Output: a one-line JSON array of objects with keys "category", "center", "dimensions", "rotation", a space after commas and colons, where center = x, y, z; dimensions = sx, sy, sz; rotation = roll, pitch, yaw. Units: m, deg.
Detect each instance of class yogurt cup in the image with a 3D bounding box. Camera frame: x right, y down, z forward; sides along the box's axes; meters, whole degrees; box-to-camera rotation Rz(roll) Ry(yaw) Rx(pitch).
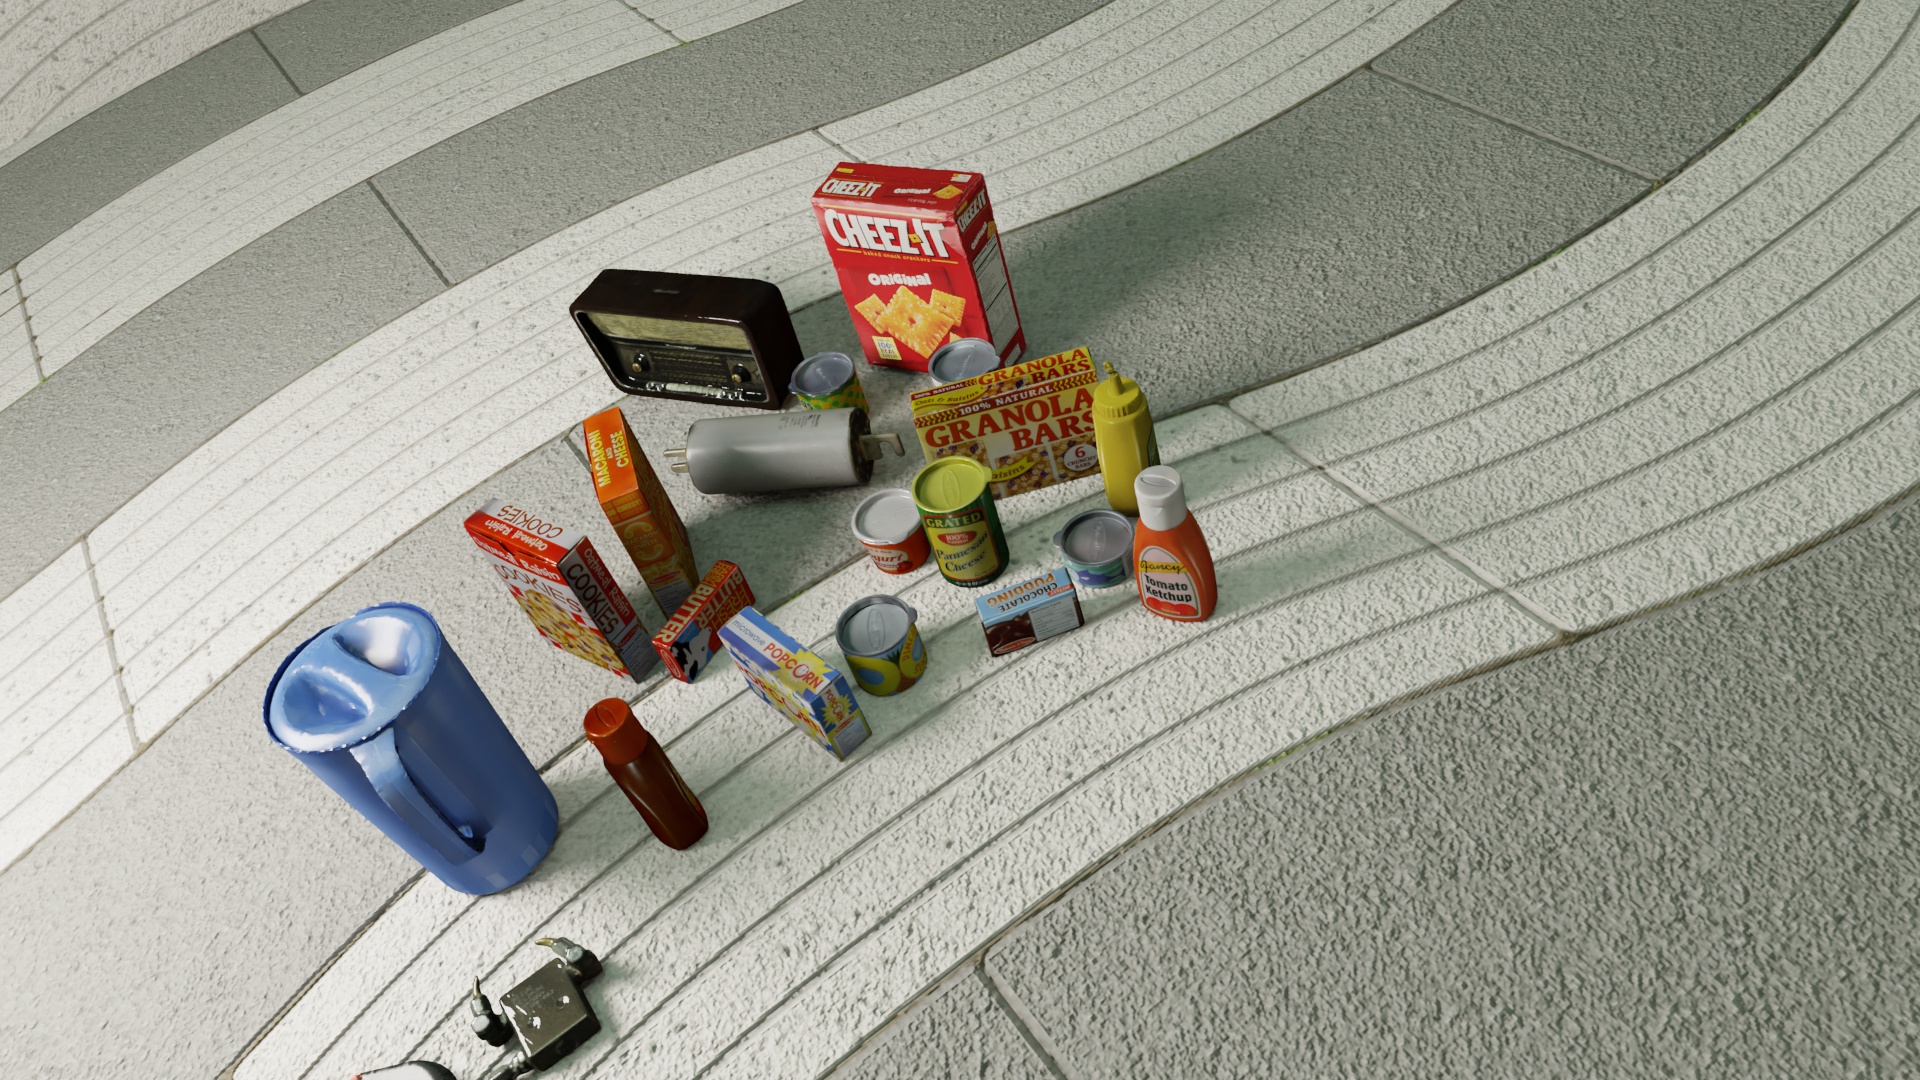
[{"category": "yogurt cup", "center": [-0.059, -0.006, 1.254], "dimensions": [0.072, 0.053, 0.073], "rotation": [-9, 46, 10]}]

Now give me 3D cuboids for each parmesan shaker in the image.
[{"category": "parmesan shaker", "center": [0.004, -0.015, 1.208], "dimensions": [0.071, 0.102, 0.072], "rotation": [-9, 46, 10]}]

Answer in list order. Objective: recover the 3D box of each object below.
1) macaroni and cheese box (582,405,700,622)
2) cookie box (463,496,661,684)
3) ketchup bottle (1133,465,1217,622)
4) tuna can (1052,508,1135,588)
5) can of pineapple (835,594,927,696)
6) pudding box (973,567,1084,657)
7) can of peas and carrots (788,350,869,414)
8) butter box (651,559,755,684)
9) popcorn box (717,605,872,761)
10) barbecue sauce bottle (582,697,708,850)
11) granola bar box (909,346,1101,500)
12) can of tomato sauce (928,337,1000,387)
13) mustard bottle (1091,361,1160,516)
[{"category": "macaroni and cheese box", "center": [-0.287, -0.021, 1.261], "dimensions": [0.040, 0.165, 0.124], "rotation": [-22, 45, -3]}, {"category": "cookie box", "center": [-0.347, 0.046, 1.217], "dimensions": [0.123, 0.166, 0.040], "rotation": [18, 56, 31]}, {"category": "ketchup bottle", "center": [0.167, 0.003, 1.108], "dimensions": [0.065, 0.148, 0.044], "rotation": [12, 53, 27]}, {"category": "tuna can", "center": [0.117, 0.007, 1.201], "dimensions": [0.071, 0.032, 0.071], "rotation": [-9, 46, 9]}, {"category": "can of pineapple", "center": [-0.064, 0.088, 1.164], "dimensions": [0.071, 0.057, 0.071], "rotation": [-9, 46, 10]}, {"category": "pudding box", "center": [0.057, 0.060, 1.158], "dimensions": [0.084, 0.049, 0.030], "rotation": [-20, 45, -1]}, {"category": "can of peas and carrots", "center": [-0.133, -0.148, 1.407], "dimensions": [0.071, 0.058, 0.071], "rotation": [-9, 46, 10]}, {"category": "butter box", "center": [-0.227, 0.071, 1.235], "dimensions": [0.024, 0.053, 0.104], "rotation": [16, 54, 29]}, {"category": "popcorn box", "center": [-0.137, 0.116, 1.142], "dimensions": [0.038, 0.084, 0.127], "rotation": [-42, 50, -21]}, {"category": "barbecue sauce bottle", "center": [-0.245, 0.179, 1.073], "dimensions": [0.044, 0.147, 0.065], "rotation": [-37, 48, -17]}, {"category": "granola bar box", "center": [0.049, -0.099, 1.258], "dimensions": [0.165, 0.123, 0.039], "rotation": [-15, 45, 4]}, {"category": "can of tomato sauce", "center": [0.013, -0.143, 1.339], "dimensions": [0.071, 0.082, 0.071], "rotation": [-9, 46, 10]}, {"category": "mustard bottle", "center": [0.142, -0.091, 1.196], "dimensions": [0.049, 0.159, 0.066], "rotation": [-2, 48, 16]}]
